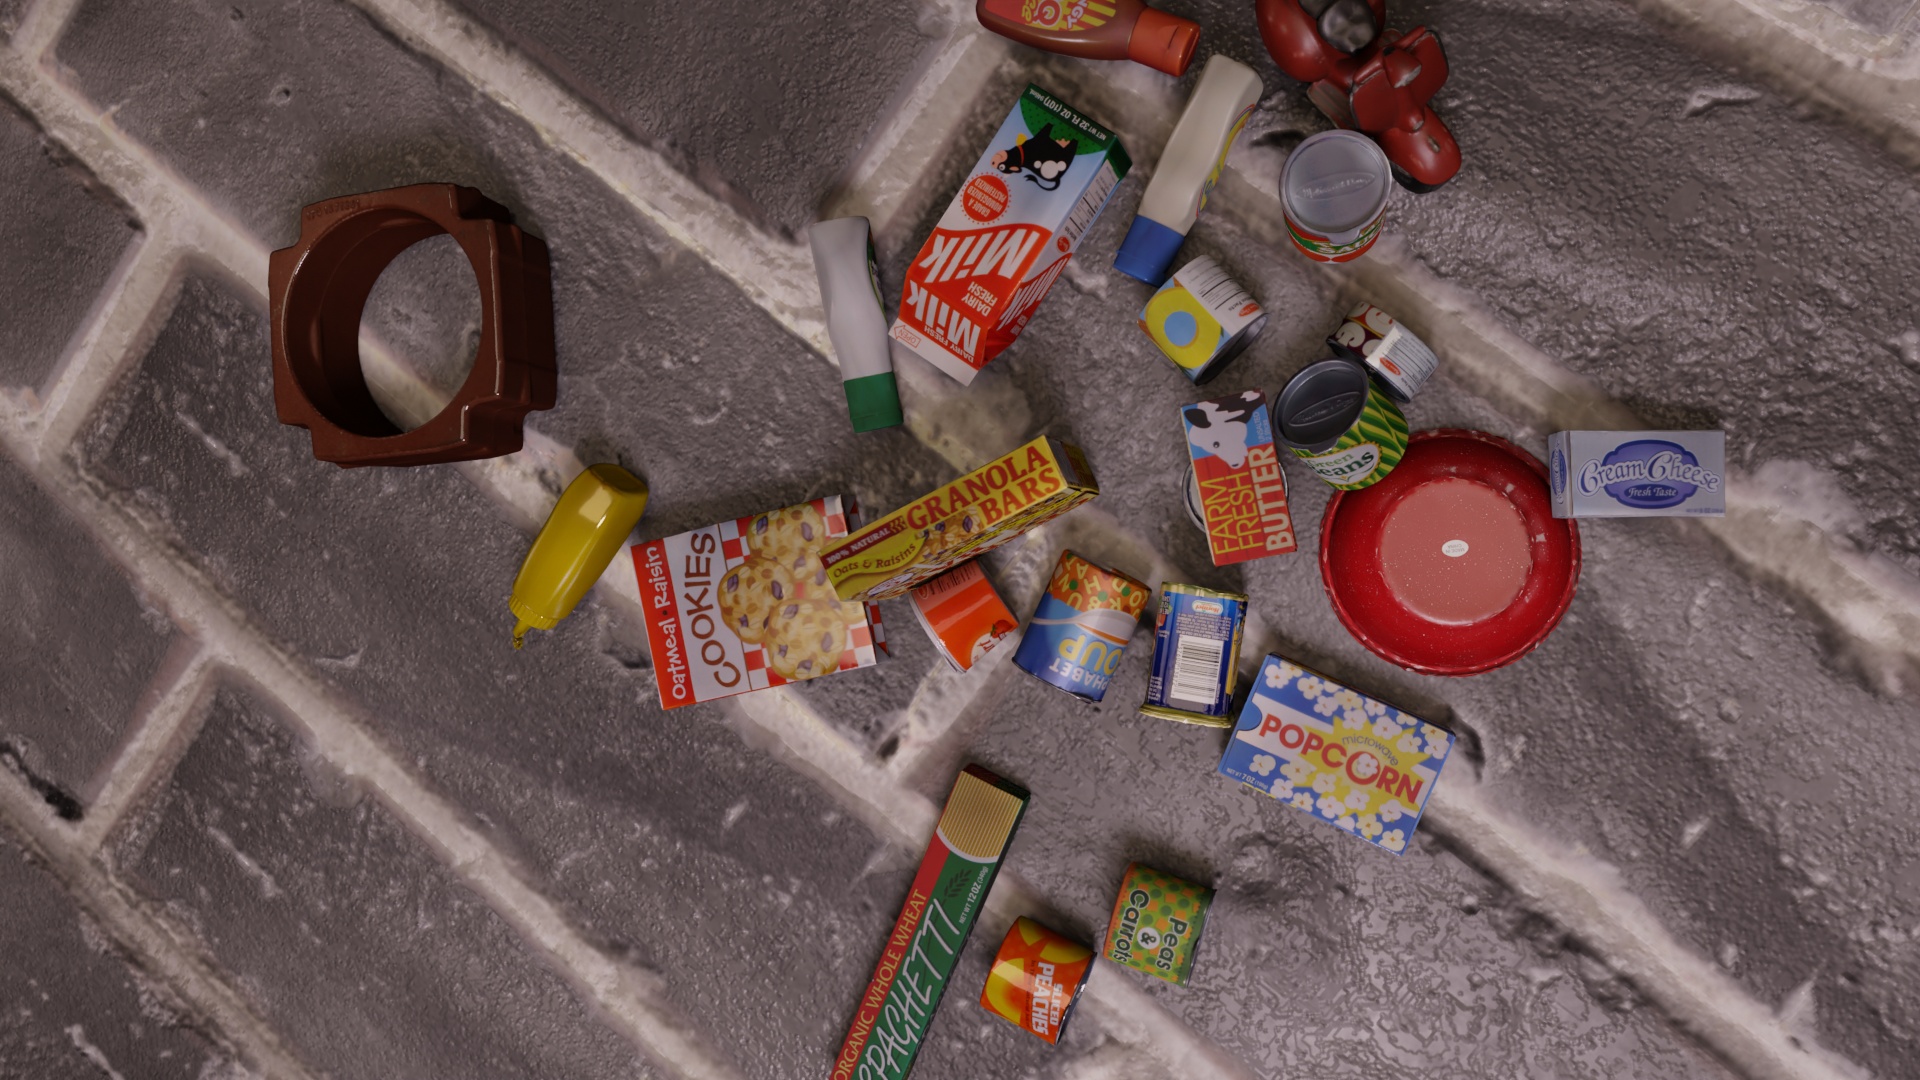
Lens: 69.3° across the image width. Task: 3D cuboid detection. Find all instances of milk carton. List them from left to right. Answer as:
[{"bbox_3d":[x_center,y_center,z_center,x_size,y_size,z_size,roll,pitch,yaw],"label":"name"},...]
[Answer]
[{"bbox_3d":[0.030,-0.202,0.941,0.072,0.073,0.190,35,98,13],"label":"milk carton"}]

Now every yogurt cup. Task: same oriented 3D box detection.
[{"bbox_3d":[0.004,0.049,0.948,0.054,0.072,0.072,-34,81,4],"label":"yogurt cup"}]

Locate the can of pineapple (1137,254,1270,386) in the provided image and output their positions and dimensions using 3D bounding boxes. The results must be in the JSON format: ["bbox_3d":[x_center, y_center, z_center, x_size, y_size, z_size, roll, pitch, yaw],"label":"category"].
[{"bbox_3d":[0.158,-0.143,0.910,0.071,0.071,0.058,-44,78,10],"label":"can of pineapple"}]

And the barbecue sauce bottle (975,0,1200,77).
[{"bbox_3d":[0.088,-0.357,0.944,0.149,0.044,0.065,25,95,14],"label":"barbecue sauce bottle"}]

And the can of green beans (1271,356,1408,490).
[{"bbox_3d":[0.240,-0.073,0.876,0.071,0.057,0.071,-26,47,32],"label":"can of green beans"}]

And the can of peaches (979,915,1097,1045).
[{"bbox_3d":[0.051,0.293,0.926,0.058,0.071,0.071,23,95,15],"label":"can of peaches"}]

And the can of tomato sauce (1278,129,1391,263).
[{"bbox_3d":[0.238,-0.214,0.880,0.071,0.083,0.071,0,89,15],"label":"can of tomato sauce"}]

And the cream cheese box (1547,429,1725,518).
[{"bbox_3d":[0.411,-0.040,0.842,0.104,0.024,0.053,0,87,-7],"label":"cream cheese box"}]

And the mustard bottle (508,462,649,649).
[{"bbox_3d":[-0.294,0.017,1.029,0.049,0.065,0.160,38,102,8],"label":"mustard bottle"}]

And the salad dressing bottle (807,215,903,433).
[{"bbox_3d":[-0.072,-0.151,0.976,0.044,0.064,0.147,-11,94,-4],"label":"salad dressing bottle"}]

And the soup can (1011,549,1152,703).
[{"bbox_3d":[0.083,0.057,0.923,0.071,0.071,0.083,26,96,14],"label":"soup can"}]

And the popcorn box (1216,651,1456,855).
[{"bbox_3d":[0.241,0.135,0.895,0.127,0.038,0.085,24,96,14],"label":"popcorn box"}]

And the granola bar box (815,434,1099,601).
[{"bbox_3d":[0.003,-0.012,0.917,0.165,0.124,0.039,-27,83,13],"label":"granola bar box"}]

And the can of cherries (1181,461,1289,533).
[{"bbox_3d":[0.181,-0.029,0.904,0.071,0.058,0.071,0,88,14],"label":"can of cherries"}]

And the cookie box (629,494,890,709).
[{"bbox_3d":[-0.145,0.045,1.000,0.167,0.040,0.123,-13,85,13],"label":"cookie box"}]

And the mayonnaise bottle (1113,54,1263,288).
[{"bbox_3d":[0.149,-0.241,0.917,0.041,0.065,0.147,27,100,10],"label":"mayonnaise bottle"}]

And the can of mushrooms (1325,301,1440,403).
[{"bbox_3d":[0.266,-0.120,0.881,0.071,0.071,0.033,40,99,12],"label":"can of mushrooms"}]

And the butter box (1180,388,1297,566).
[{"bbox_3d":[0.173,-0.038,0.863,0.053,0.024,0.103,-13,84,14],"label":"butter box"}]

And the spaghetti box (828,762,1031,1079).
[{"bbox_3d":[-0.022,0.279,0.968,0.050,0.029,0.249,24,95,15],"label":"spaghetti box"}]

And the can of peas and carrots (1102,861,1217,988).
[{"bbox_3d":[0.129,0.251,0.906,0.059,0.071,0.071,16,93,15],"label":"can of peas and carrots"}]
